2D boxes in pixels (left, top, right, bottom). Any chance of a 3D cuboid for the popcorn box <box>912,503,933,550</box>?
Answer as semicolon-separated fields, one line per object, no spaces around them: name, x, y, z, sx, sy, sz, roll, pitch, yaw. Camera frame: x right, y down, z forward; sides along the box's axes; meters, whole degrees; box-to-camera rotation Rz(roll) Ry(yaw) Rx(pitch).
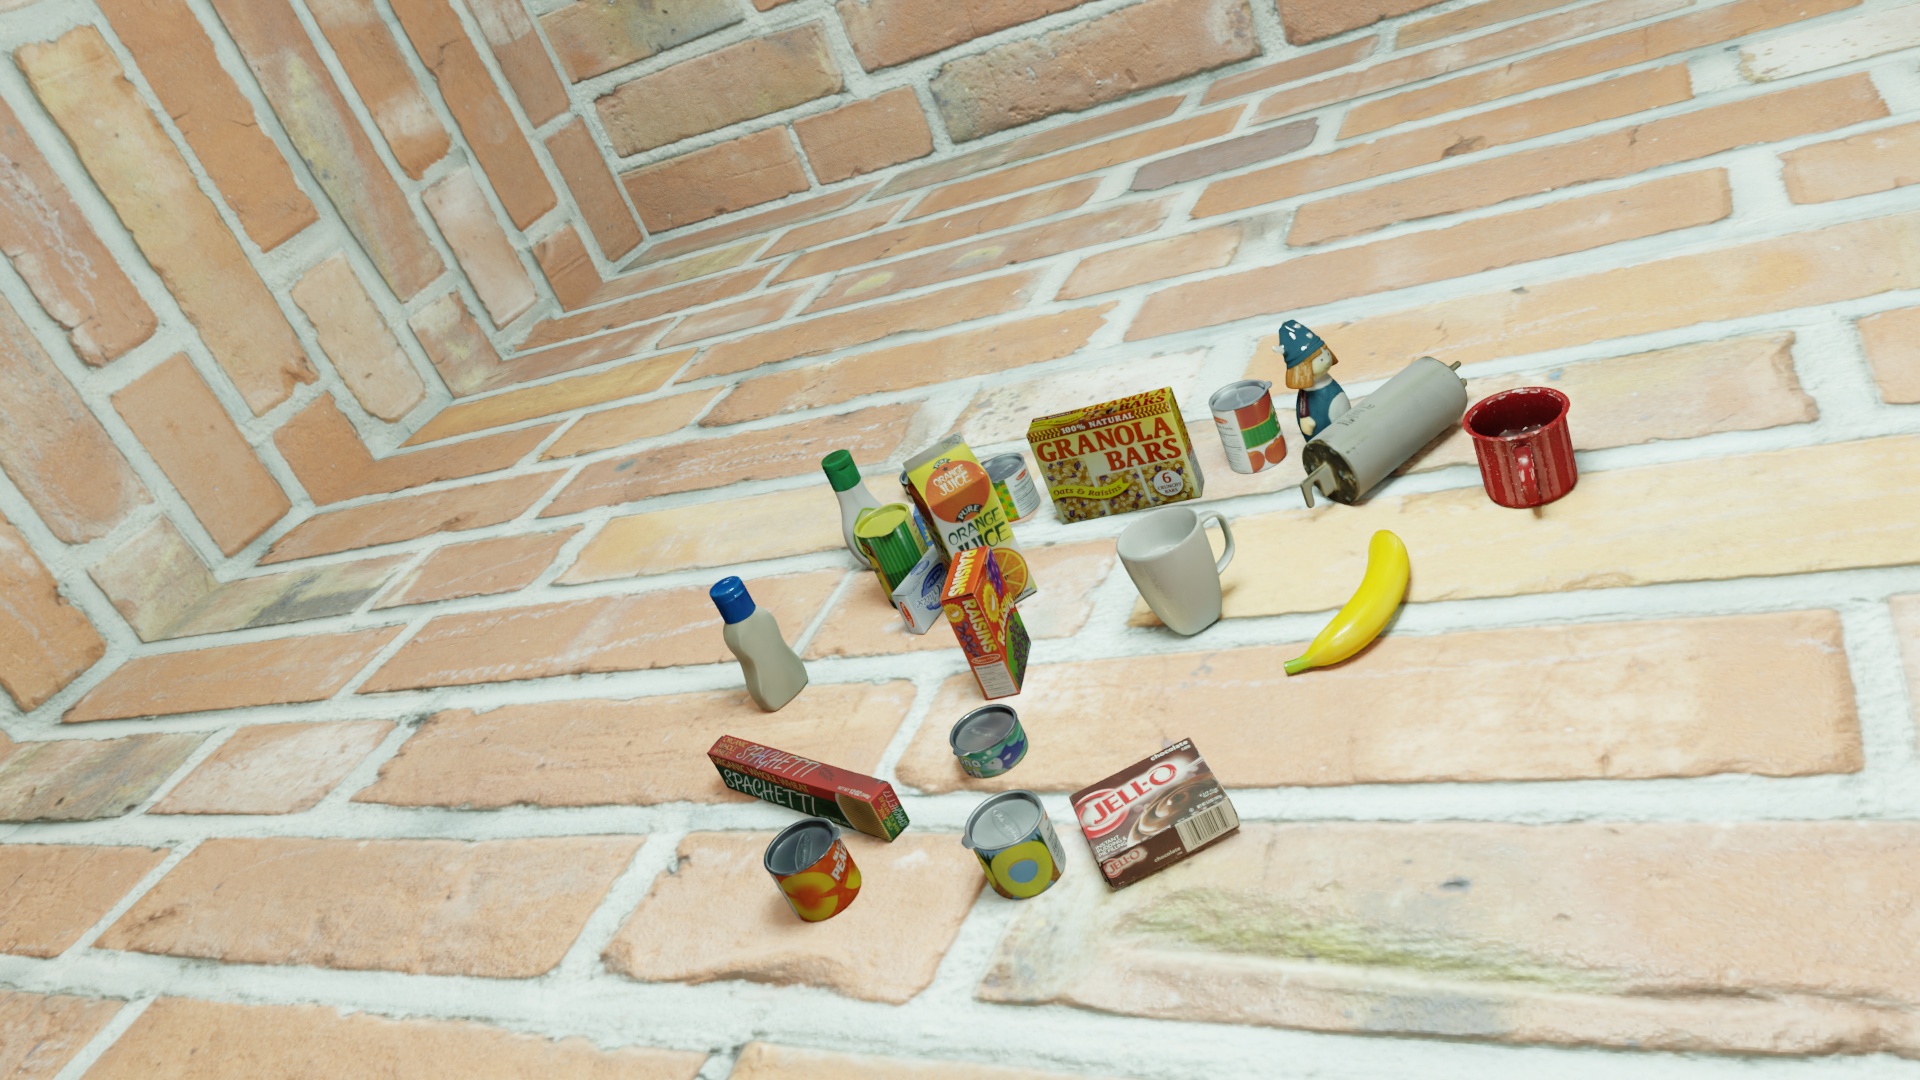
popcorn box;-0.020;-0.030;1.618;0.038;0.085;0.127;-18;27;12

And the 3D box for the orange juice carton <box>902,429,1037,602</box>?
orange juice carton;0.005;-0.018;1.456;0.072;0.192;0.073;-29;27;-10

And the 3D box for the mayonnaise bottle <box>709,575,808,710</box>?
mayonnaise bottle;-0.216;0.106;1.460;0.041;0.147;0.065;5;39;45

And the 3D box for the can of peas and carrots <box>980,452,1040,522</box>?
can of peas and carrots;0.053;-0.062;1.647;0.071;0.058;0.071;-19;27;10

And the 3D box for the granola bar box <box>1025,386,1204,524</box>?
granola bar box;0.171;-0.092;1.532;0.165;0.123;0.039;-11;29;24

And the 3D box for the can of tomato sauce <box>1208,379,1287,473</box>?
can of tomato sauce;0.317;-0.125;1.519;0.071;0.082;0.071;-19;27;10

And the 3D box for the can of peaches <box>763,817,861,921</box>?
can of peaches;-0.122;0.277;1.171;0.071;0.058;0.071;-19;27;10

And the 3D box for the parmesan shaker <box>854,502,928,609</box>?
parmesan shaker;-0.068;0.020;1.546;0.071;0.102;0.071;-19;27;10

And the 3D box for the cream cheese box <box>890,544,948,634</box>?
cream cheese box;-0.033;0.050;1.517;0.024;0.053;0.104;-3;33;36

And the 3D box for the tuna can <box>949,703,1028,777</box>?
tuna can;0.024;0.182;1.252;0.071;0.032;0.071;-19;27;10

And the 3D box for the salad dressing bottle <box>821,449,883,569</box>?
salad dressing bottle;-0.120;-0.037;1.643;0.064;0.147;0.044;-32;27;-15

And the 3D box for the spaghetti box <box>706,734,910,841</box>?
spaghetti box;-0.147;0.227;1.292;0.250;0.050;0.029;6;39;45

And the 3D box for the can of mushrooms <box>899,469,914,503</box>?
can of mushrooms;-0.040;-0.078;1.779;0.071;0.033;0.071;-19;27;10

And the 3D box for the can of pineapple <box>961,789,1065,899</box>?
can of pineapple;0.042;0.242;1.102;0.071;0.057;0.071;-19;27;10

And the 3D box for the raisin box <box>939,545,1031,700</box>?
raisin box;0.026;0.079;1.339;0.040;0.123;0.086;-14;28;20
